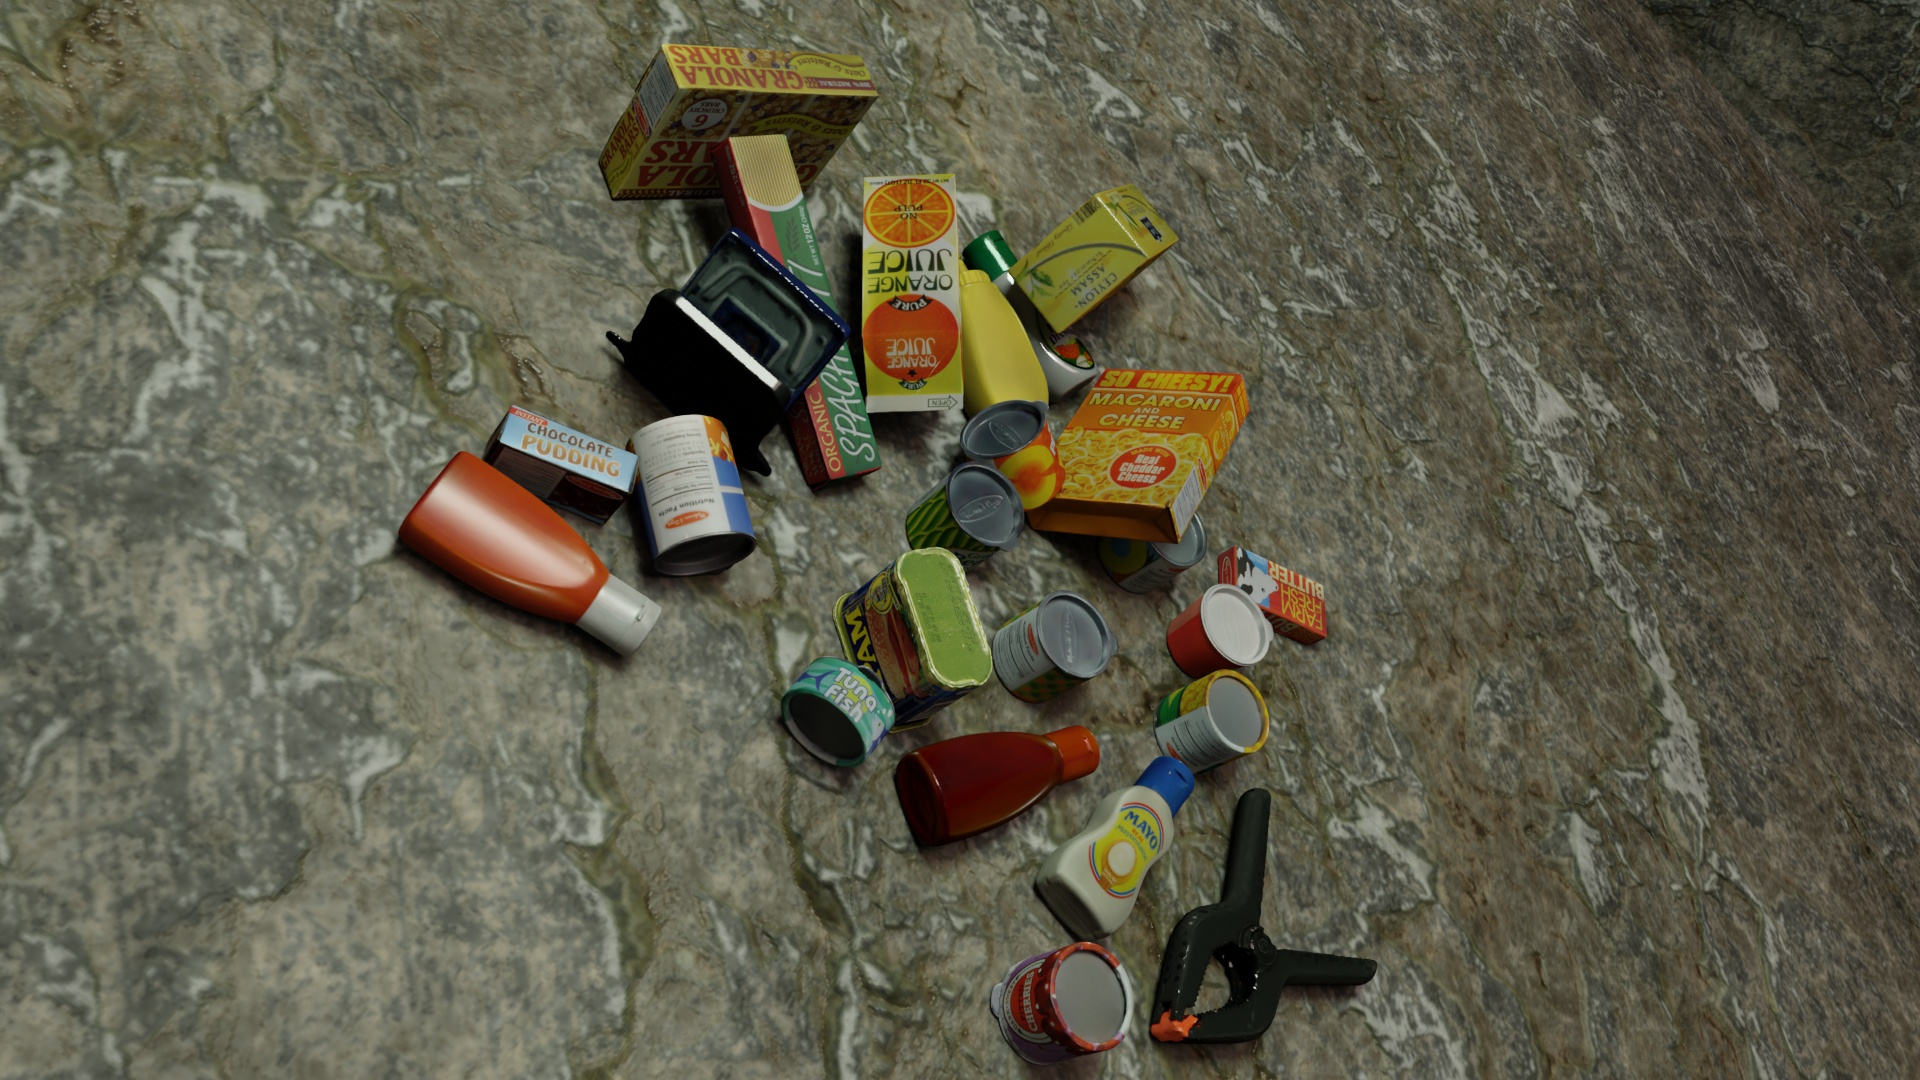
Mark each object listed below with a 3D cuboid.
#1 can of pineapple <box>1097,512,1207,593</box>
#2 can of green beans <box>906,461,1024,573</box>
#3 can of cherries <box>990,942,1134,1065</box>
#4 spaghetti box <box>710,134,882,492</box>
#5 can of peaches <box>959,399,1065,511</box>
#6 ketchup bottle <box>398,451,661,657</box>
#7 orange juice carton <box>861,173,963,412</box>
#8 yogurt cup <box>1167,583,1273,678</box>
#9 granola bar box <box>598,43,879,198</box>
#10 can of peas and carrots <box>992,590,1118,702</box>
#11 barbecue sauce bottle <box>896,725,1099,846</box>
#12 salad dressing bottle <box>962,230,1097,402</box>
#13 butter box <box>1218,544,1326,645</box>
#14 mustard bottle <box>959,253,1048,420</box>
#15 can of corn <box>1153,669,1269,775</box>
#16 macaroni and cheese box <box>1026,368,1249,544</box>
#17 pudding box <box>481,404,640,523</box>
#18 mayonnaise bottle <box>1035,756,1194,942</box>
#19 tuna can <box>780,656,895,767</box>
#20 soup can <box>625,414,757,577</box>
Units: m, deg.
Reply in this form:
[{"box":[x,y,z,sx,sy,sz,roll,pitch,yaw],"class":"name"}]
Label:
[{"box":[0.151,0.000,1.098,0.071,0.057,0.071,18,56,-28],"class":"can of pineapple"},{"box":[0.003,-0.015,0.999,0.071,0.057,0.071,17,56,-28],"class":"can of green beans"},{"box":[0.064,0.290,0.871,0.071,0.058,0.072,18,56,-28],"class":"can of cherries"},{"box":[-0.114,-0.160,0.974,0.050,0.028,0.250,-18,92,-40],"class":"spaghetti box"},{"box":[0.042,-0.063,1.035,0.071,0.071,0.057,-63,143,-40],"class":"can of peaches"},{"box":[-0.247,0.013,0.812,0.148,0.043,0.065,36,50,-15],"class":"ketchup bottle"},{"box":[-0.035,-0.176,1.035,0.072,0.072,0.193,-2,61,1],"class":"orange juice carton"},{"box":[0.200,0.075,1.094,0.072,0.053,0.073,17,56,-28],"class":"yogurt cup"},{"box":[-0.159,-0.298,0.996,0.166,0.123,0.039,-13,74,-40],"class":"granola bar box"},{"box":[0.067,0.077,0.993,0.071,0.058,0.071,18,56,-28],"class":"can of peas and carrots"},{"box":[0.030,0.157,0.932,0.149,0.043,0.065,-9,71,-39],"class":"barbecue sauce bottle"},{"box":[0.055,-0.185,1.142,0.147,0.043,0.064,57,38,4],"class":"salad dressing bottle"},{"box":[0.265,0.047,1.176,0.103,0.024,0.053,23,53,-24],"class":"butter box"},{"box":[0.019,-0.162,1.100,0.065,0.048,0.160,-6,69,-32],"class":"mustard bottle"},{"box":[0.191,0.136,1.050,0.071,0.058,0.071,17,57,-28],"class":"can of corn"},{"box":[0.139,-0.069,1.083,0.167,0.124,0.040,-55,139,-38],"class":"macaroni and cheese box"},{"box":[-0.243,-0.045,0.843,0.084,0.049,0.030,23,56,-23],"class":"pudding box"},{"box":[0.114,0.207,0.966,0.065,0.041,0.149,49,48,-1],"class":"mayonnaise bottle"},{"box":[-0.076,0.106,0.865,0.071,0.070,0.033,46,49,-6],"class":"tuna can"},{"box":[-0.170,-0.027,0.878,0.071,0.071,0.084,-3,66,-37],"class":"soup can"}]
